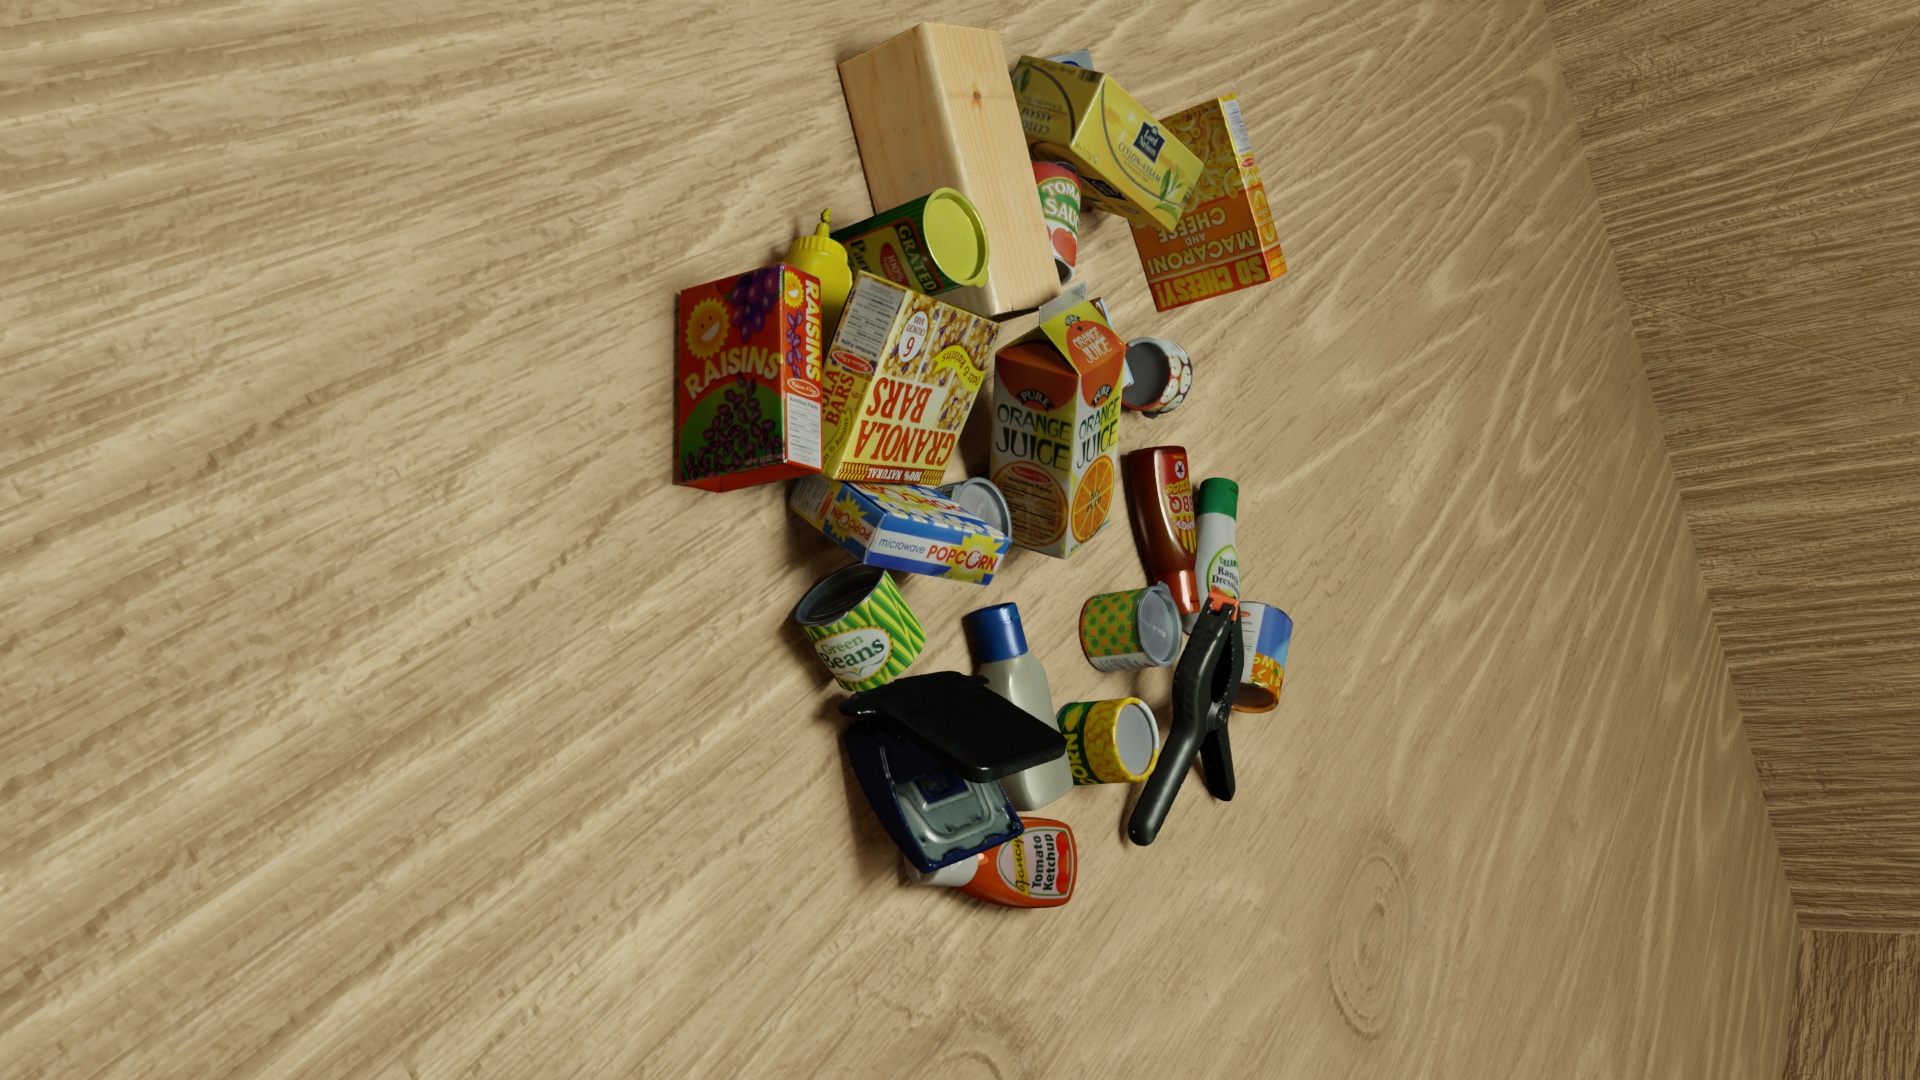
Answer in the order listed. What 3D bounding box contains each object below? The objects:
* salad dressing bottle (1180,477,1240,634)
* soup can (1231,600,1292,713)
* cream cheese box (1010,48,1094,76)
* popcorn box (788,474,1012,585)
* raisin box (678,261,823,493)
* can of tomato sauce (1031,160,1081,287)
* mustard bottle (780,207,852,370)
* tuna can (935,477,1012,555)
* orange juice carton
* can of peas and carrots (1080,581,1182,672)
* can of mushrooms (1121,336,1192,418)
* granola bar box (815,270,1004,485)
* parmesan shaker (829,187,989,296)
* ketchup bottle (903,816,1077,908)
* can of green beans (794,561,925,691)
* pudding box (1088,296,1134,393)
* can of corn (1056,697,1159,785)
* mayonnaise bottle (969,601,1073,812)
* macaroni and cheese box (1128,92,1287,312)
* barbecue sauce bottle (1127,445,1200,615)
[{"bbox_3d":[0.232,0.015,1.275,0.064,0.044,0.148,28,60,-37],"label":"salad dressing bottle"},{"bbox_3d":[0.268,0.109,1.279,0.071,0.071,0.084,43,52,-36],"label":"soup can"},{"bbox_3d":[0.087,-0.394,1.212,0.104,0.024,0.053,-34,107,-48],"label":"cream cheese box"},{"bbox_3d":[-0.039,-0.011,0.919,0.127,0.085,0.038,12,106,-49],"label":"popcorn box"},{"bbox_3d":[-0.127,-0.097,0.835,0.040,0.086,0.123,14,71,-55],"label":"raisin box"},{"bbox_3d":[0.063,-0.252,1.114,0.071,0.071,0.083,25,64,-45],"label":"can of tomato sauce"},{"bbox_3d":[-0.099,-0.147,0.911,0.065,0.048,0.161,31,58,-46],"label":"mustard bottle"},{"bbox_3d":[0.004,-0.013,1.015,0.071,0.033,0.071,15,70,-48],"label":"tuna can"},{"bbox_3d":[0.070,-0.091,1.023,0.072,0.073,0.191,-35,135,-48],"label":"orange juice carton"},{"bbox_3d":[0.140,0.071,1.140,0.071,0.058,0.071,16,69,-48],"label":"can of peas and carrots"},{"bbox_3d":[0.166,-0.142,1.217,0.033,0.071,0.071,1,81,-50],"label":"can of mushrooms"},{"bbox_3d":[-0.038,-0.100,0.903,0.166,0.039,0.124,-1,115,-68],"label":"granola bar box"},{"bbox_3d":[-0.039,-0.191,0.951,0.071,0.103,0.071,15,70,-48],"label":"parmesan shaker"},{"bbox_3d":[0.022,0.225,0.974,0.149,0.043,0.065,17,69,-47],"label":"ketchup bottle"},{"bbox_3d":[-0.064,0.055,0.892,0.057,0.071,0.071,60,43,-23],"label":"can of green beans"},{"bbox_3d":[0.113,-0.160,1.185,0.050,0.030,0.083,-39,112,-46],"label":"pudding box"},{"bbox_3d":[0.113,0.159,1.087,0.071,0.058,0.071,15,70,-48],"label":"can of corn"},{"bbox_3d":[0.041,0.121,1.024,0.065,0.041,0.148,-16,93,-52],"label":"mayonnaise bottle"},{"bbox_3d":[0.215,-0.305,1.268,0.040,0.123,0.166,-32,107,-48],"label":"macaroni and cheese box"},{"bbox_3d":[0.183,-0.008,1.222,0.065,0.043,0.148,-3,84,-52],"label":"barbecue sauce bottle"}]
